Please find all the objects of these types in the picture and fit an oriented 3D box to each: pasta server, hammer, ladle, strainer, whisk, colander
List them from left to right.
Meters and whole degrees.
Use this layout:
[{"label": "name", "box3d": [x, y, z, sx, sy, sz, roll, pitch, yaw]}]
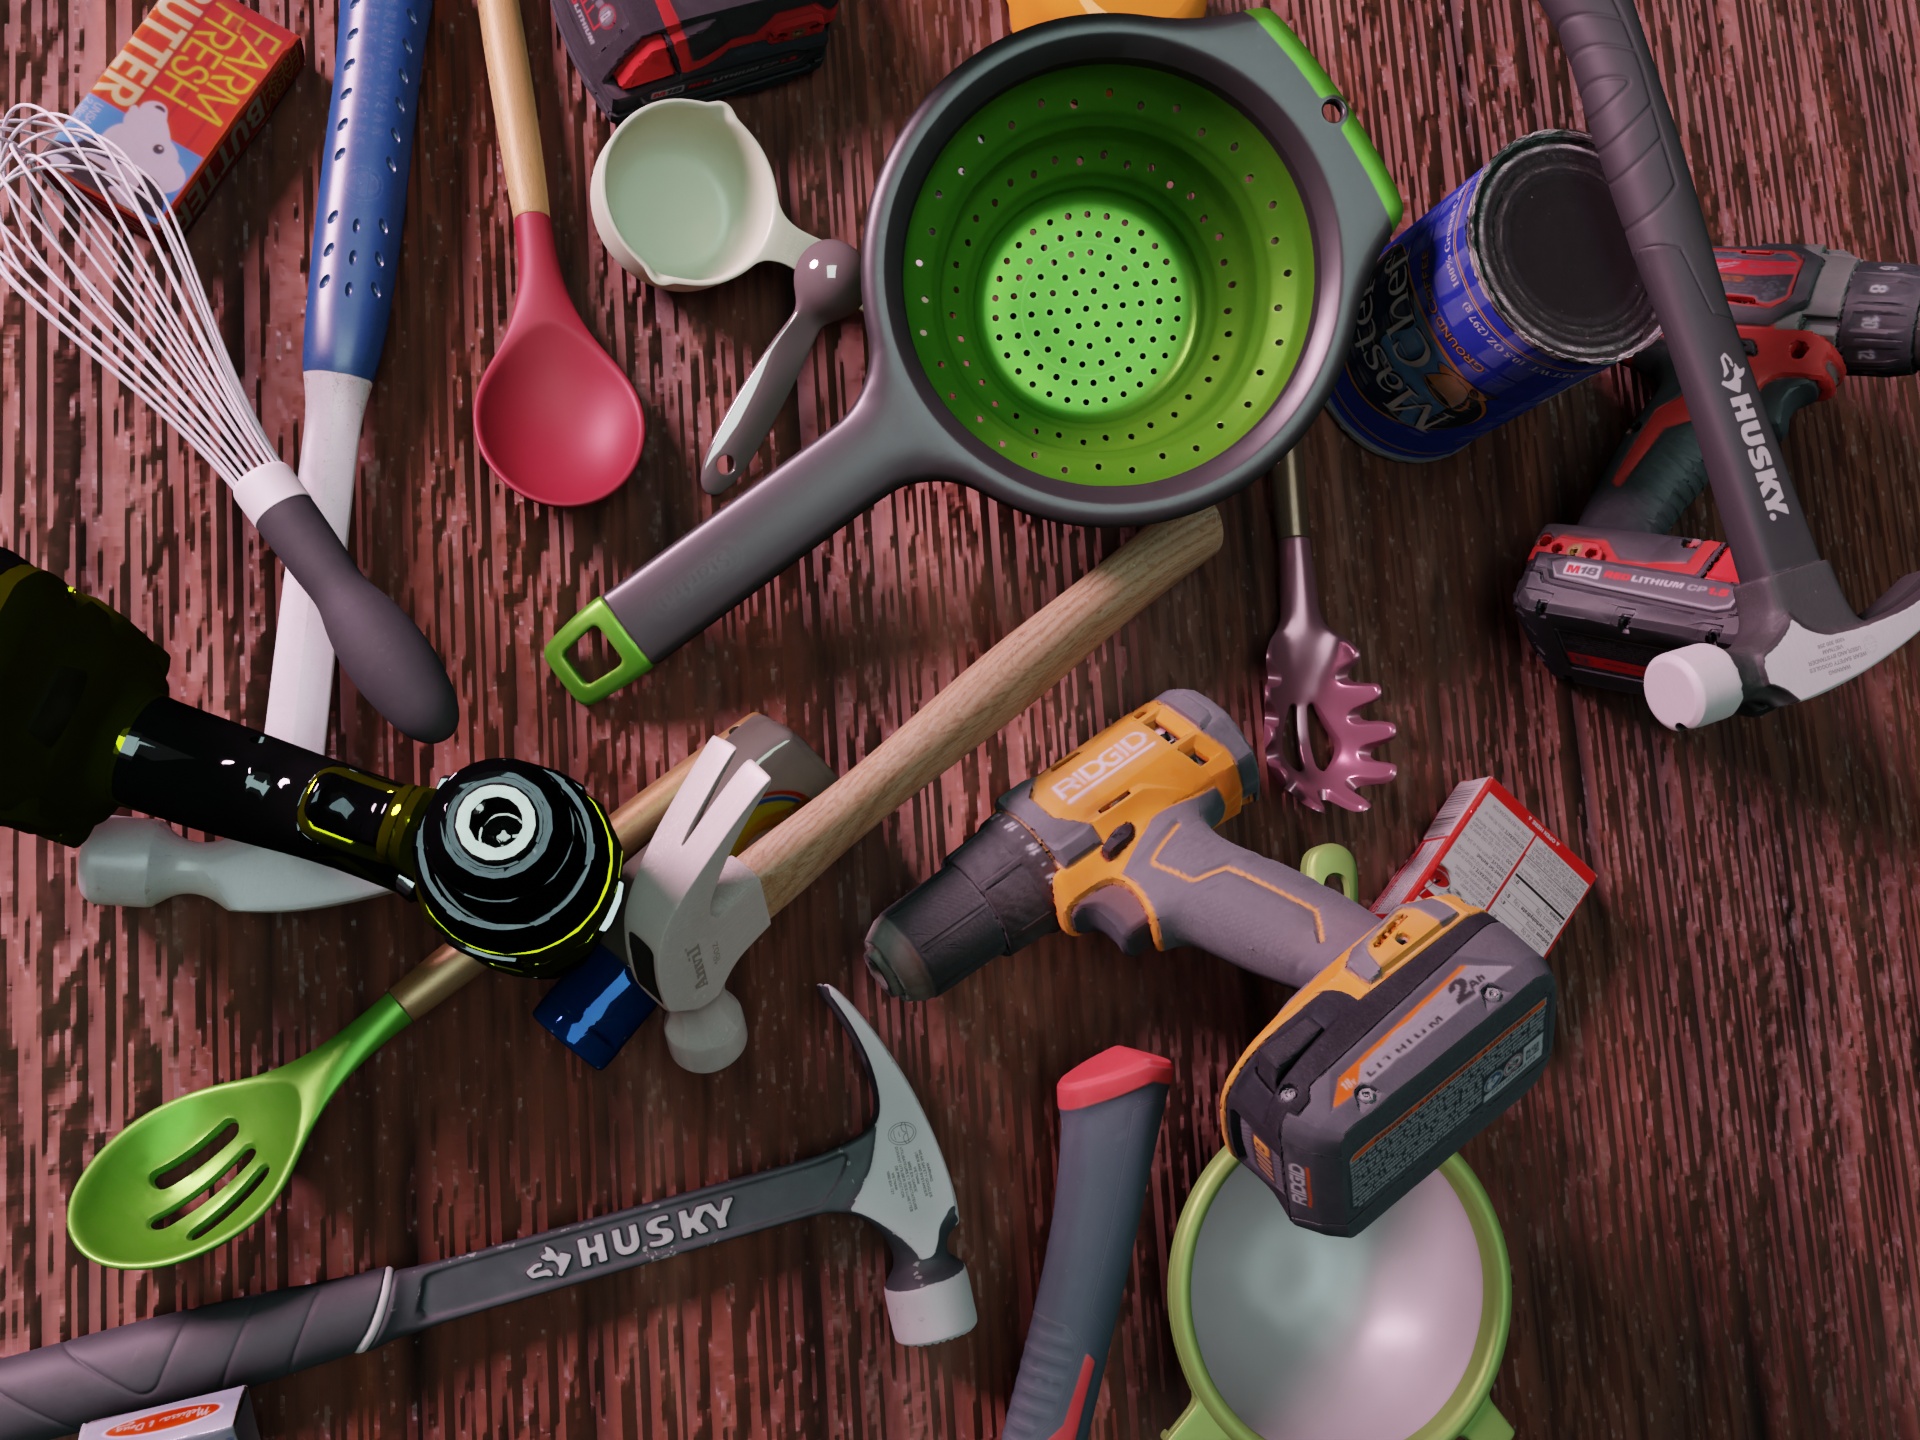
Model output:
[{"label": "whisk", "box3d": [-0.269, -0.108, 0.582, 0.070, 0.070, 0.284, -36, 88, -17]}, {"label": "hammer", "box3d": [-0.244, -0.125, 0.638, 0.144, 0.035, 0.406, 5, 80, -14]}, {"label": "hammer", "box3d": [-0.201, 0.212, 0.601, 0.409, 0.036, 0.149, -11, 84, -16]}, {"label": "ladle", "box3d": [-0.187, -0.238, 0.675, 0.069, 0.031, 0.315, -8, 82, -19]}, {"label": "colander", "box3d": [-0.006, -0.136, 0.686, 0.397, 0.094, 0.204, -36, 96, 1]}, {"label": "hammer", "box3d": [-0.001, -0.002, 0.647, 0.031, 0.129, 0.331, 32, 56, 30]}, {"label": "hammer", "box3d": [0.038, 0.325, 0.628, 0.143, 0.038, 0.386, 17, 83, -13]}, {"label": "pasta server", "box3d": [0.156, -0.113, 0.742, 0.060, 0.040, 0.316, -1, 81, -12]}, {"label": "strainer", "box3d": [0.150, 0.183, 0.682, 0.151, 0.069, 0.256, 4, 78, -13]}, {"label": "hammer", "box3d": [0.298, -0.173, 0.642, 0.146, 0.035, 0.335, -16, 86, -16]}]

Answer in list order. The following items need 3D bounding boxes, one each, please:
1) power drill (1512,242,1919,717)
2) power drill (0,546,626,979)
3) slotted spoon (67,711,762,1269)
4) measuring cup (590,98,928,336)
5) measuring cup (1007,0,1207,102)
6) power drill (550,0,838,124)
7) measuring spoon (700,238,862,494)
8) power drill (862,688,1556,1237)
[{"label": "power drill", "box3d": [0.373, -0.121, 0.735, 0.080, 0.188, 0.227, 41, 70, -50]}, {"label": "power drill", "box3d": [-0.218, 0.020, 0.509, 0.228, 0.190, 0.080, 20, 74, -6]}, {"label": "slotted spoon", "box3d": [-0.195, 0.096, 0.620, 0.314, 0.031, 0.070, -40, 55, -20]}, {"label": "measuring cup", "box3d": [-0.083, -0.206, 0.698, 0.167, 0.038, 0.083, 22, 85, -28]}, {"label": "measuring cup", "box3d": [0.082, -0.380, 0.753, 0.095, 0.052, 0.174, 17, 80, -12]}, {"label": "power drill", "box3d": [-0.100, -0.325, 0.609, 0.143, 0.219, 0.078, -23, 88, -17]}, {"label": "measuring spoon", "box3d": [-0.075, -0.150, 0.682, 0.034, 0.018, 0.124, 31, 89, -33]}, {"label": "power drill", "box3d": [0.085, 0.092, 0.616, 0.185, 0.226, 0.084, -32, 134, -18]}]
